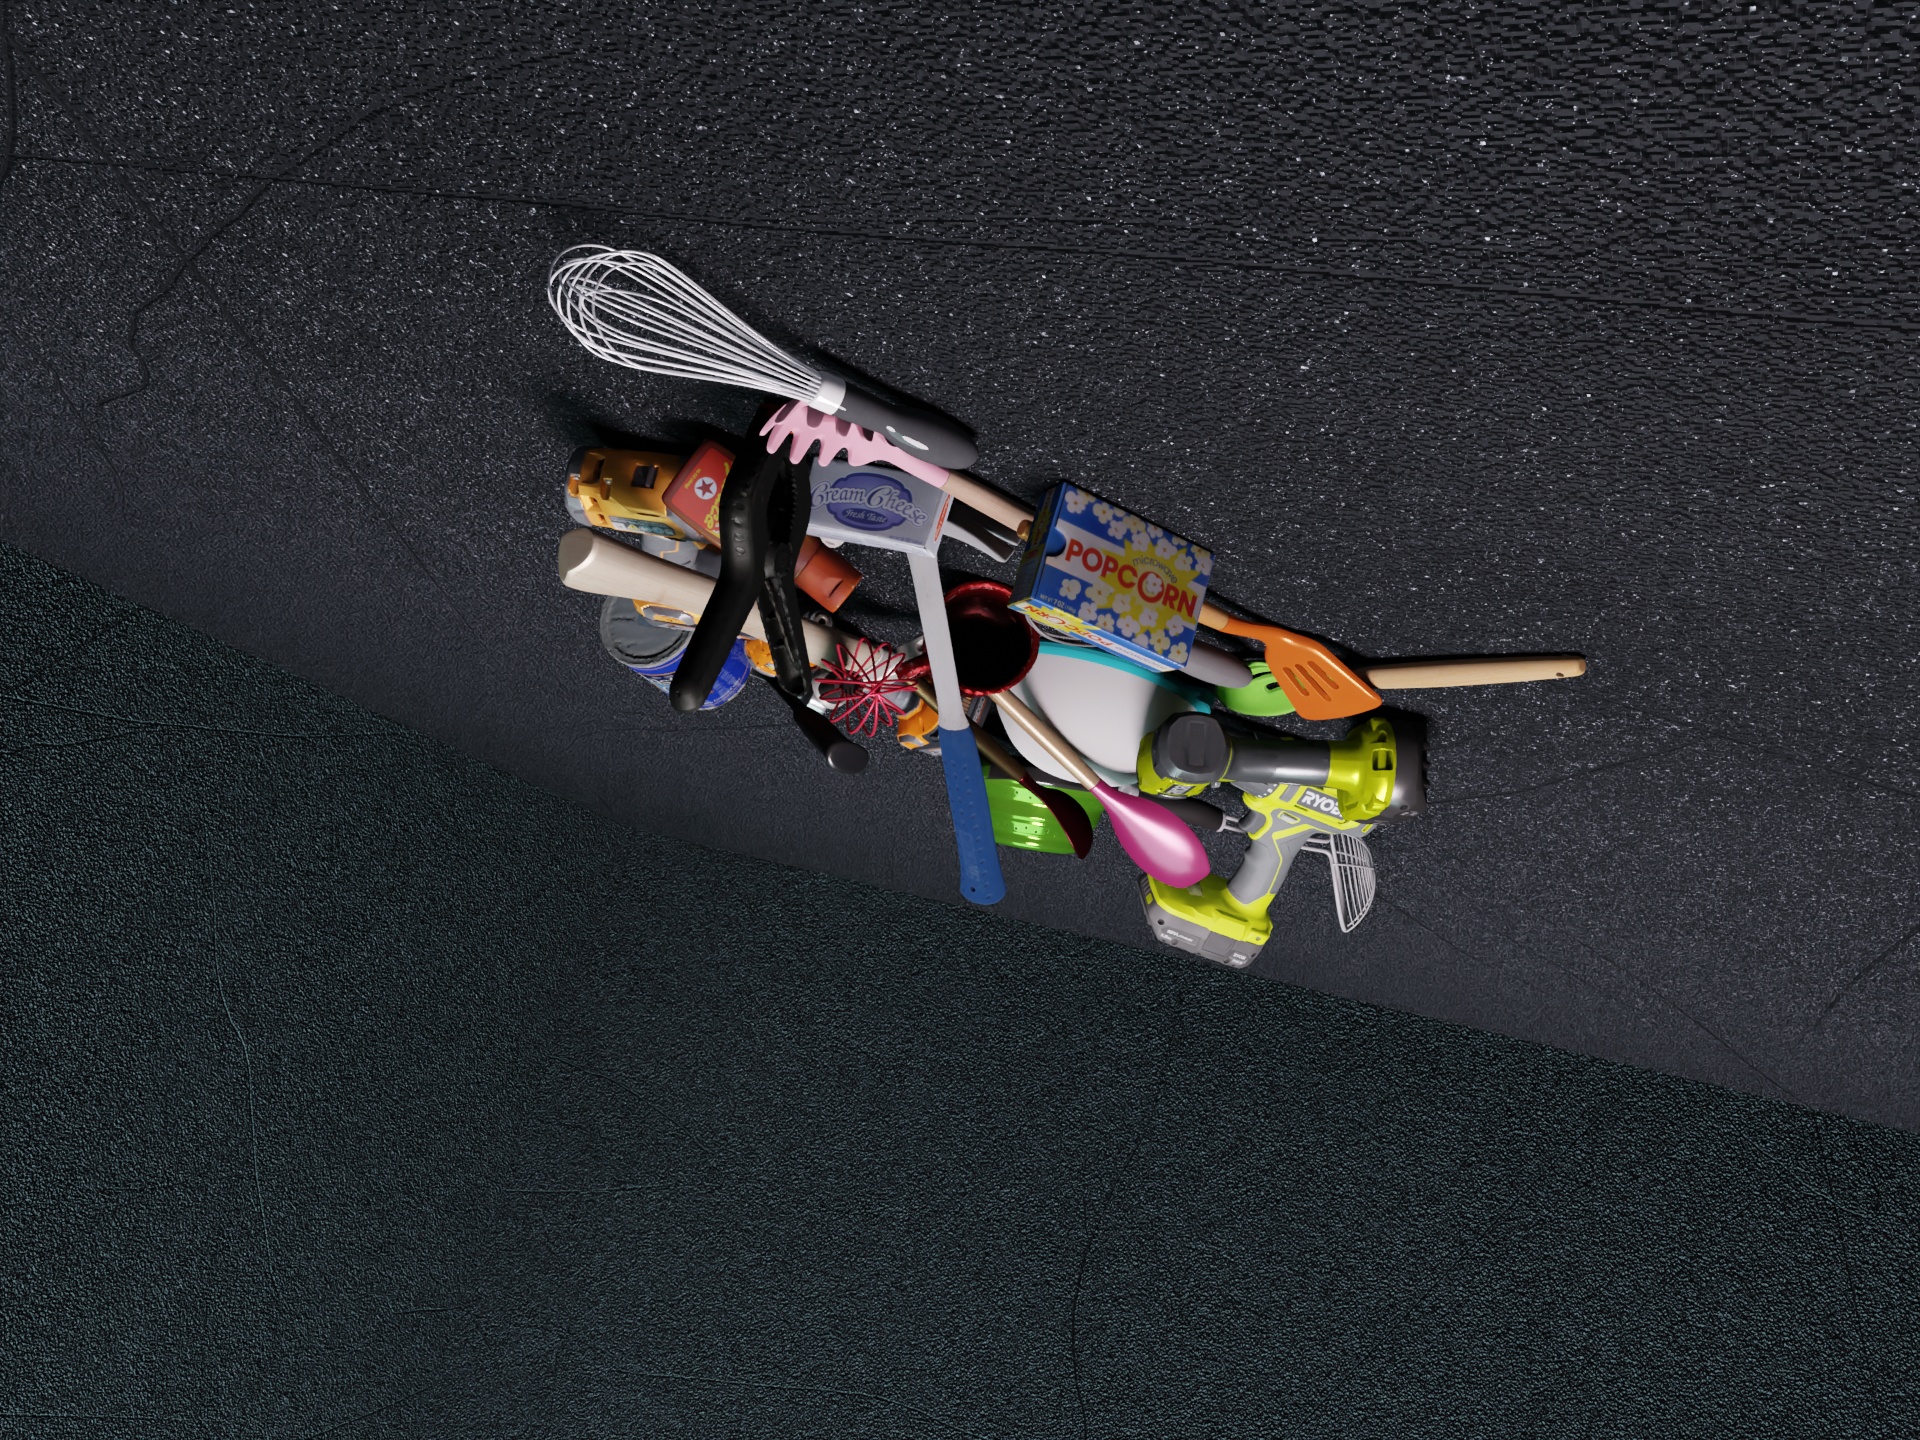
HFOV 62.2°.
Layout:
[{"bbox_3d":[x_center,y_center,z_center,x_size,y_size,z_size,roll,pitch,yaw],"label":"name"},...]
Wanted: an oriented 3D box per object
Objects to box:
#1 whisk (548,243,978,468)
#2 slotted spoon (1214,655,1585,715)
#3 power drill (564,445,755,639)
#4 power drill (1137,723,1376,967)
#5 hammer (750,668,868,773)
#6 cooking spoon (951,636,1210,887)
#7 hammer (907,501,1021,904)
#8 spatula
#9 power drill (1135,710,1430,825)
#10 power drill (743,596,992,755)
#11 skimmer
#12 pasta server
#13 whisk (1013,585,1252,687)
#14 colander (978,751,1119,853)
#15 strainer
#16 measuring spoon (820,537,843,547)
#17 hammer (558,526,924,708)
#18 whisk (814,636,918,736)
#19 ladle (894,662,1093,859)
[{"bbox_3d":[-0.108,-0.207,0.941,0.284,0.070,0.070,18,168,-29],"label":"whisk"},{"bbox_3d":[0.318,-0.032,1.185,0.070,0.031,0.314,38,156,-31],"label":"slotted spoon"},{"bbox_3d":[-0.198,-0.141,1.273,0.185,0.084,0.226,8,161,6],"label":"power drill"},{"bbox_3d":[0.264,0.112,1.497,0.190,0.228,0.080,21,-152,-19],"label":"power drill"},{"bbox_3d":[-0.162,-0.011,1.606,0.149,0.036,0.409,25,-176,-20],"label":"hammer"},{"bbox_3d":[0.098,0.038,1.387,0.318,0.017,0.068,44,128,-12],"label":"cooking spoon"},{"bbox_3d":[-0.002,-0.004,1.251,0.144,0.035,0.405,11,134,24],"label":"hammer"},{"bbox_3d":[0.170,-0.072,1.144,0.322,0.041,0.081,21,160,-30],"label":"spatula"},{"bbox_3d":[0.262,0.039,1.331,0.223,0.080,0.171,4,169,-3],"label":"power drill"},{"bbox_3d":[-0.085,-0.047,1.521,0.226,0.084,0.164,25,165,-17],"label":"power drill"},{"bbox_3d":[0.290,0.126,1.615,0.363,0.127,0.090,17,147,-29],"label":"skimmer"},{"bbox_3d":[0.008,-0.146,1.074,0.316,0.040,0.060,23,158,-31],"label":"pasta server"},{"bbox_3d":[0.134,-0.062,1.180,0.238,0.055,0.055,18,169,-36],"label":"whisk"},{"bbox_3d":[0.056,0.088,1.650,0.204,0.094,0.397,9,-179,19],"label":"colander"},{"bbox_3d":[0.114,0.022,1.516,0.211,0.095,0.340,16,166,2],"label":"strainer"},{"bbox_3d":[-0.096,-0.148,1.243,0.034,0.018,0.124,19,168,-9],"label":"measuring spoon"},{"bbox_3d":[-0.154,-0.086,1.253,0.146,0.038,0.410,-24,159,23],"label":"hammer"},{"bbox_3d":[-0.084,-0.027,1.218,0.073,0.073,0.296,19,178,-10],"label":"whisk"},{"bbox_3d":[0.039,0.036,1.467,0.031,0.069,0.315,-33,130,19],"label":"ladle"}]
